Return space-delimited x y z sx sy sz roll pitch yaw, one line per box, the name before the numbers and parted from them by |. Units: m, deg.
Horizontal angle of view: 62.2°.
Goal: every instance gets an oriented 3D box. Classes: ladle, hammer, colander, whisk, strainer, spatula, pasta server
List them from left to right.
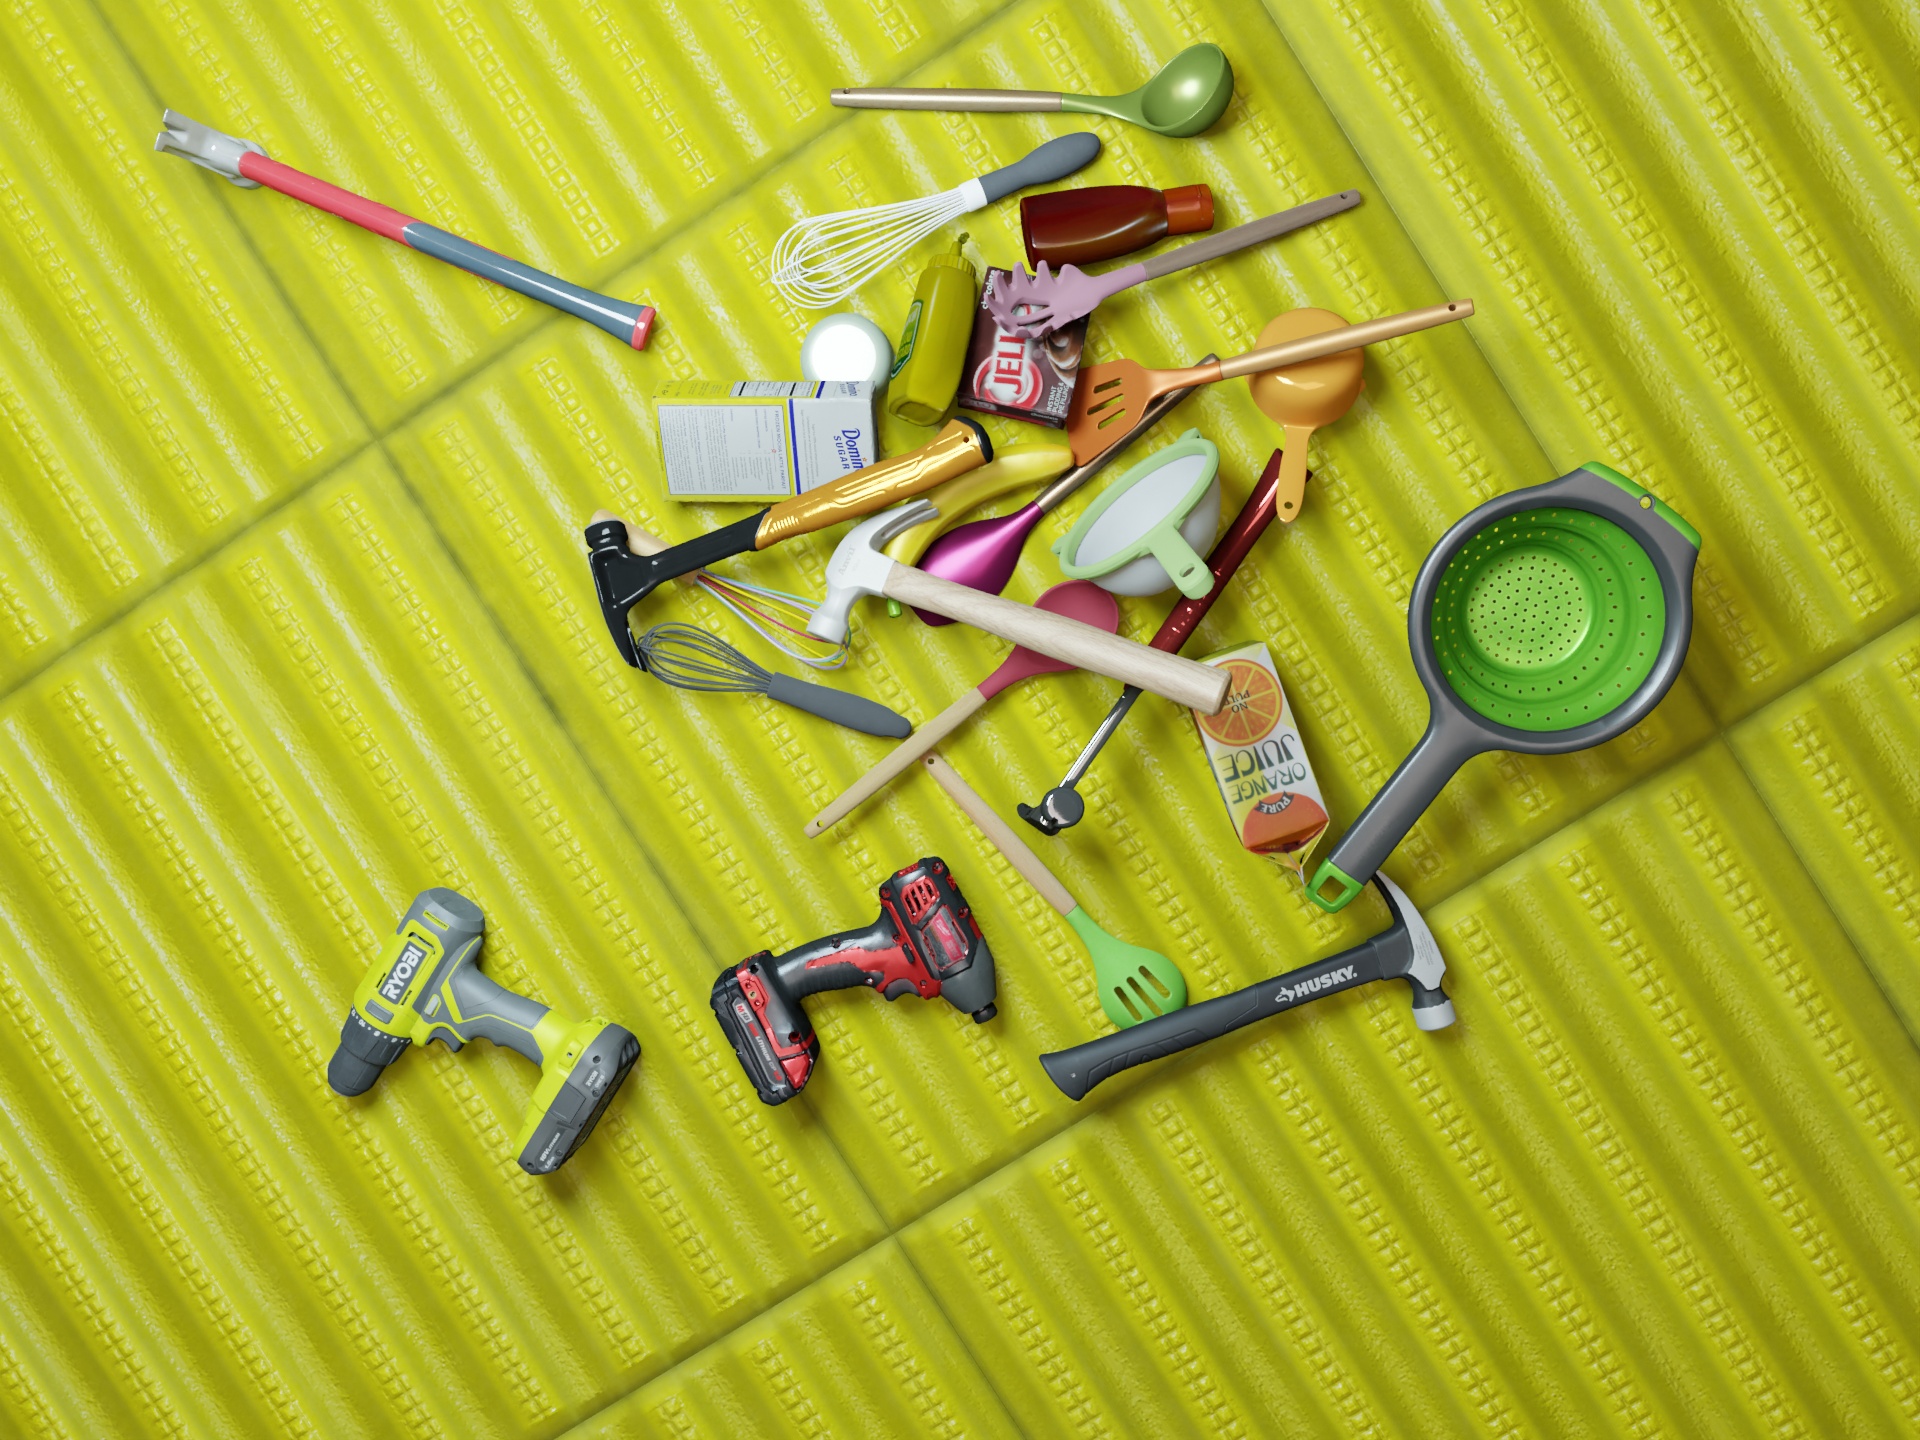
hammer | -0.430 -0.385 1.260 0.386 0.143 0.038 22 98 -2
whisk | -0.195 -0.111 1.304 0.245 0.047 0.051 29 97 4
whisk | -0.154 -0.028 1.308 0.239 0.055 0.055 18 95 -2
hammer | -0.131 -0.151 1.245 0.337 0.034 0.127 -20 76 10
whisk | -0.020 -0.406 1.268 0.284 0.070 0.070 -23 92 0
ladle | -0.002 -0.004 1.296 0.315 0.031 0.069 -38 87 2
hammer | 0.048 -0.075 1.213 0.331 0.031 0.130 20 84 19
ladle | 0.053 -0.498 1.254 0.320 0.062 0.078 4 66 7
hammer | 0.163 -0.062 1.264 0.036 0.149 0.359 36 84 -2
strainer | 0.161 -0.124 1.189 0.151 0.257 0.069 -40 113 10
pasta server | 0.168 -0.362 1.239 0.316 0.040 0.060 -21 74 -6
hammer | 0.224 0.227 1.283 0.335 0.035 0.146 -19 93 -4
spatula | 0.225 -0.270 1.212 0.322 0.041 0.081 -10 78 22
colander | 0.401 -0.017 1.251 0.204 0.094 0.397 36 103 1

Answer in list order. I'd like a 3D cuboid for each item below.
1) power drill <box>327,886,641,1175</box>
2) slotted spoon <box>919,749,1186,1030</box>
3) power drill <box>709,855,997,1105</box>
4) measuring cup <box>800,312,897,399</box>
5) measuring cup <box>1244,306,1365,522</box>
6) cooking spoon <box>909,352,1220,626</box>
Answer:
power drill | -0.404 0.275 1.330 0.228 0.080 0.190 33 95 4
slotted spoon | 0.072 0.139 1.313 0.070 0.031 0.314 -43 89 3
power drill | -0.081 0.220 1.306 0.219 0.078 0.143 -28 92 2
measuring cup | -0.048 -0.283 1.283 0.167 0.038 0.083 11 95 4
measuring cup | 0.263 -0.239 1.227 0.095 0.052 0.174 7 70 10
cooking spoon | 0.084 -0.190 1.291 0.319 0.017 0.069 -39 90 6
